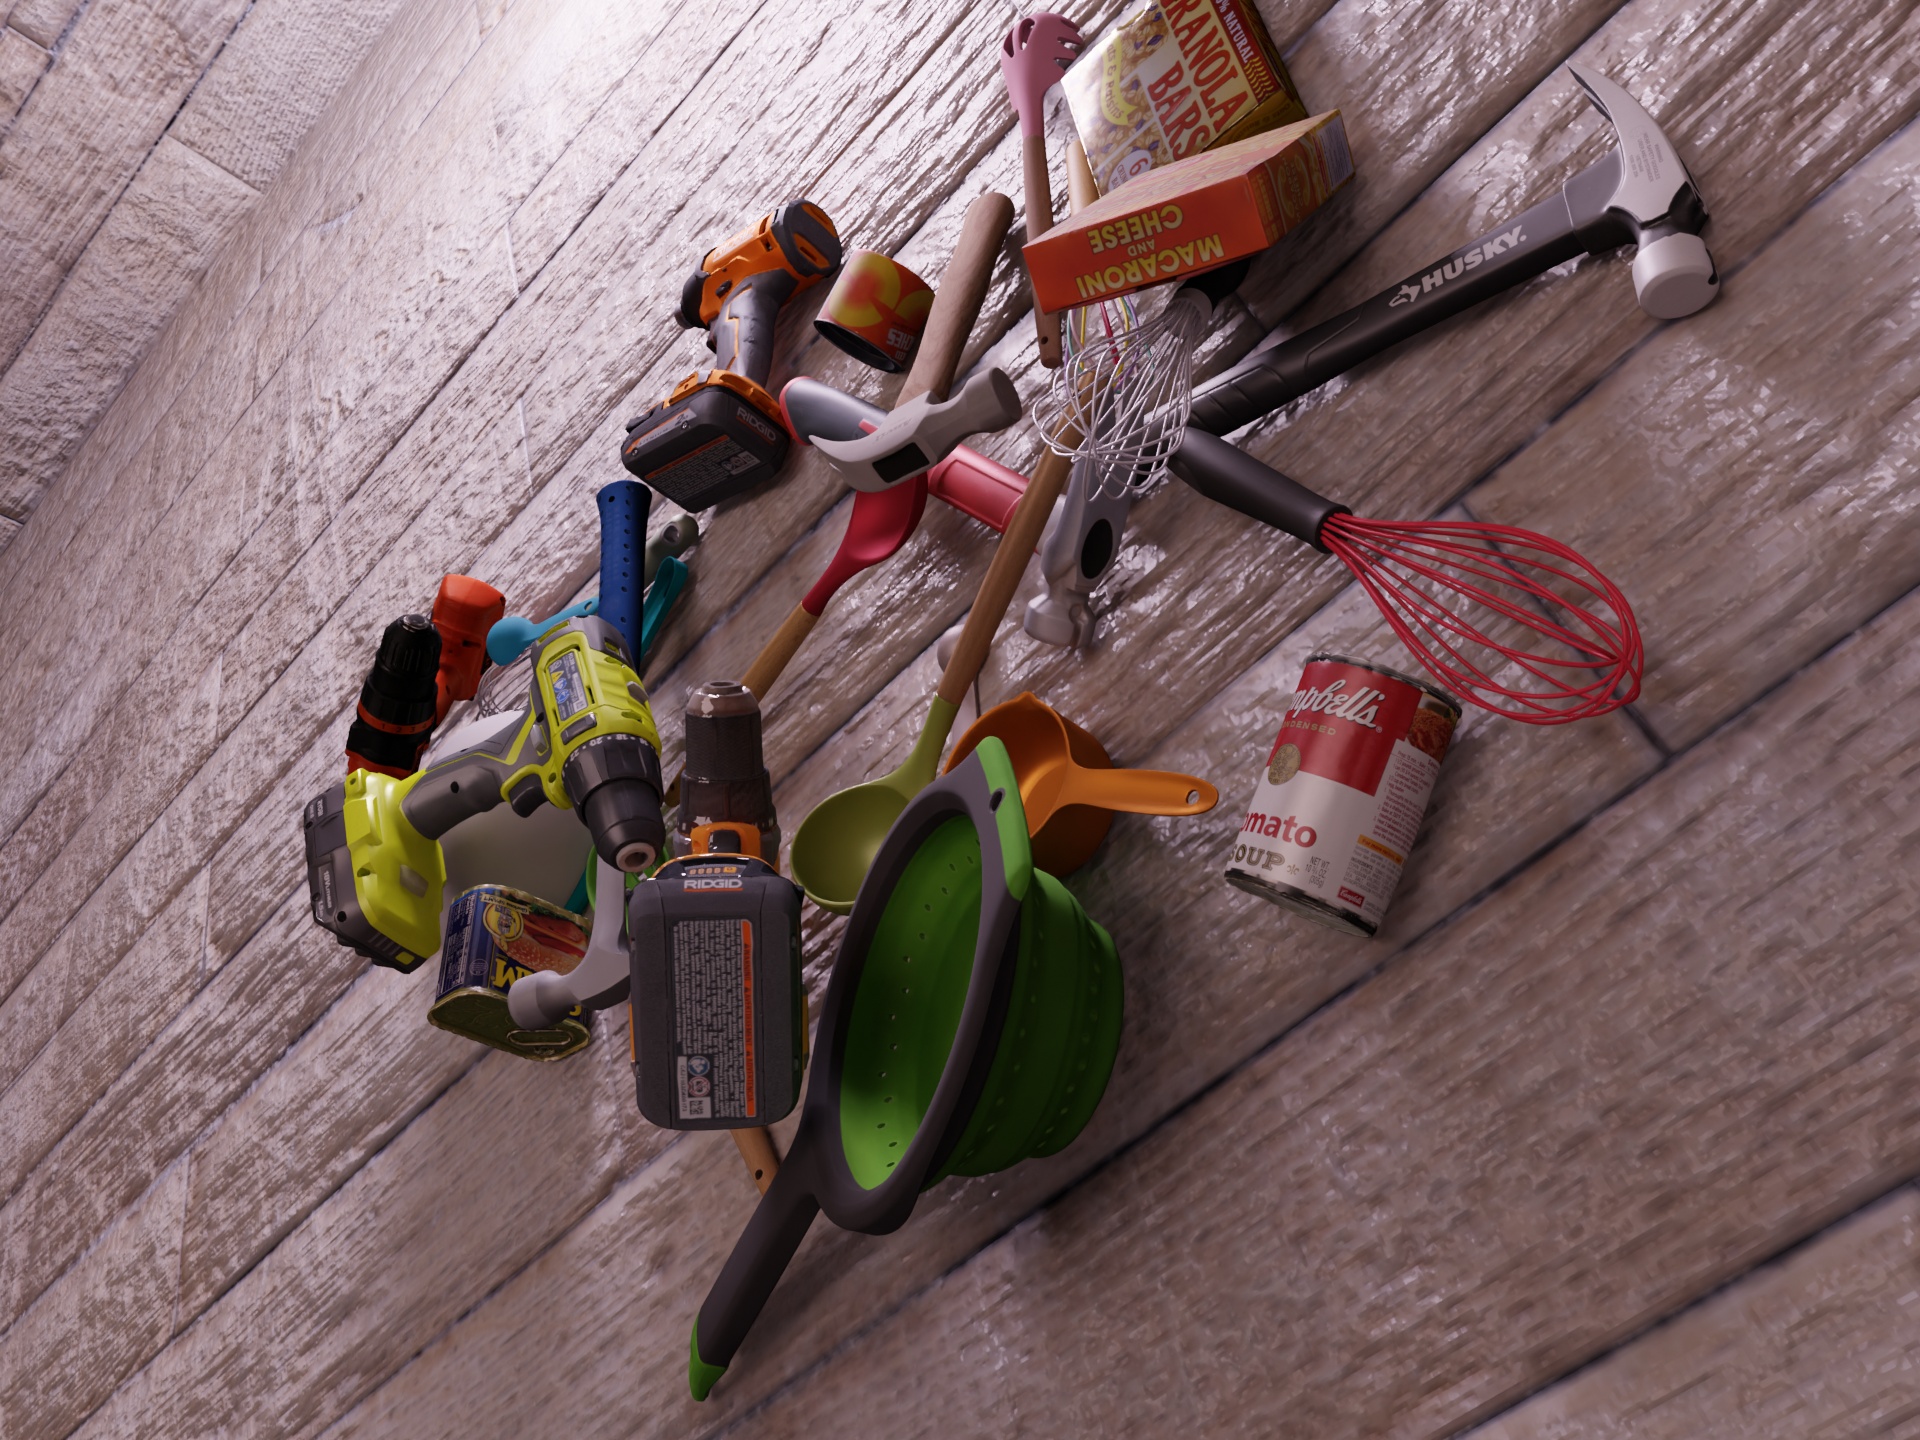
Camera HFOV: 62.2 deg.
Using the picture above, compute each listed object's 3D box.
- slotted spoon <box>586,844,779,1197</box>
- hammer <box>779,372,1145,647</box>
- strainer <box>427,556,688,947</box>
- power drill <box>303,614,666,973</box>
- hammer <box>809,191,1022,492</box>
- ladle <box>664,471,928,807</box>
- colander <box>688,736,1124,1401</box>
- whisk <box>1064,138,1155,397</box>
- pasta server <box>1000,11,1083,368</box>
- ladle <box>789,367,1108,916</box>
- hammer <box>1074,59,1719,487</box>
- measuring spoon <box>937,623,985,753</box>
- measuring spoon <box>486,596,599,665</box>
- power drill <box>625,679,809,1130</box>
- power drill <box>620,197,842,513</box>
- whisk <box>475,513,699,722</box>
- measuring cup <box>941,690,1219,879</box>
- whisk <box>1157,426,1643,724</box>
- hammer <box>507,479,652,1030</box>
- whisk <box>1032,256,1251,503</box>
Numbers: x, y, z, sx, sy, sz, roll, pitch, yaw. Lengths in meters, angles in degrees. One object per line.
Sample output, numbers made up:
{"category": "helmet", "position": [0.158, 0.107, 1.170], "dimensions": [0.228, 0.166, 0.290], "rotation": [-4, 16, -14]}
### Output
{"category": "slotted spoon", "position": [-0.164, 0.168, 0.957], "dimensions": [0.070, 0.031, 0.314], "rotation": [-50, 42, 11]}
{"category": "hammer", "position": [-0.018, -0.174, 0.969], "dimensions": [0.387, 0.038, 0.143], "rotation": [38, 121, 53]}
{"category": "strainer", "position": [-0.312, 0.019, 1.147], "dimensions": [0.211, 0.095, 0.340], "rotation": [30, 91, 51]}
{"category": "power drill", "position": [-0.286, 0.057, 0.985], "dimensions": [0.228, 0.080, 0.191], "rotation": [-32, 49, 6]}
{"category": "hammer", "position": [-0.007, -0.236, 0.944], "dimensions": [0.130, 0.031, 0.332], "rotation": [-23, 31, 27]}
{"category": "ladle", "position": [-0.107, -0.051, 0.993], "dimensions": [0.315, 0.031, 0.069], "rotation": [-50, 46, 29]}
{"category": "colander", "position": [-0.024, 0.198, 0.753], "dimensions": [0.205, 0.094, 0.397], "rotation": [-102, 35, -57]}
{"category": "whisk", "position": [0.083, -0.275, 0.950], "dimensions": [0.051, 0.047, 0.245], "rotation": [-3, 52, 2]}
{"category": "pasta server", "position": [0.055, -0.355, 1.043], "dimensions": [0.060, 0.040, 0.316], "rotation": [-24, 55, 35]}
{"category": "ladle", "position": [-0.004, -0.036, 0.829], "dimensions": [0.078, 0.062, 0.320], "rotation": [41, 115, 39]}
{"category": "hammer", "position": [0.192, -0.194, 0.792], "dimensions": [0.335, 0.035, 0.146], "rotation": [-23, 53, 36]}
{"category": "measuring spoon", "position": [-0.001, -0.003, 0.893], "dimensions": [0.034, 0.018, 0.124], "rotation": [-25, 52, 35]}
{"category": "measuring spoon", "position": [-0.316, -0.075, 1.195], "dimensions": [0.128, 0.021, 0.042], "rotation": [-18, 49, 35]}
{"category": "power drill", "position": [-0.121, 0.086, 0.814], "dimensions": [0.226, 0.084, 0.185], "rotation": [-119, 28, -77]}
{"category": "power drill", "position": [-0.179, -0.273, 1.199], "dimensions": [0.164, 0.084, 0.227], "rotation": [-16, 52, 41]}
{"category": "whisk", "position": [-0.288, -0.073, 1.221], "dimensions": [0.246, 0.059, 0.058], "rotation": [-40, 80, 17]}
{"category": "measuring cup", "position": [0.066, 0.040, 0.772], "dimensions": [0.174, 0.052, 0.095], "rotation": [3, 69, 45]}
{"category": "whisk", "position": [0.178, -0.077, 0.704], "dimensions": [0.073, 0.073, 0.296], "rotation": [-55, 41, 6]}
{"category": "hammer", "position": [-0.224, -0.001, 1.059], "dimensions": [0.144, 0.035, 0.406], "rotation": [-21, 53, 21]}
{"category": "whisk", "position": [0.104, -0.190, 0.786], "dimensions": [0.070, 0.070, 0.285], "rotation": [-24, 21, 36]}
